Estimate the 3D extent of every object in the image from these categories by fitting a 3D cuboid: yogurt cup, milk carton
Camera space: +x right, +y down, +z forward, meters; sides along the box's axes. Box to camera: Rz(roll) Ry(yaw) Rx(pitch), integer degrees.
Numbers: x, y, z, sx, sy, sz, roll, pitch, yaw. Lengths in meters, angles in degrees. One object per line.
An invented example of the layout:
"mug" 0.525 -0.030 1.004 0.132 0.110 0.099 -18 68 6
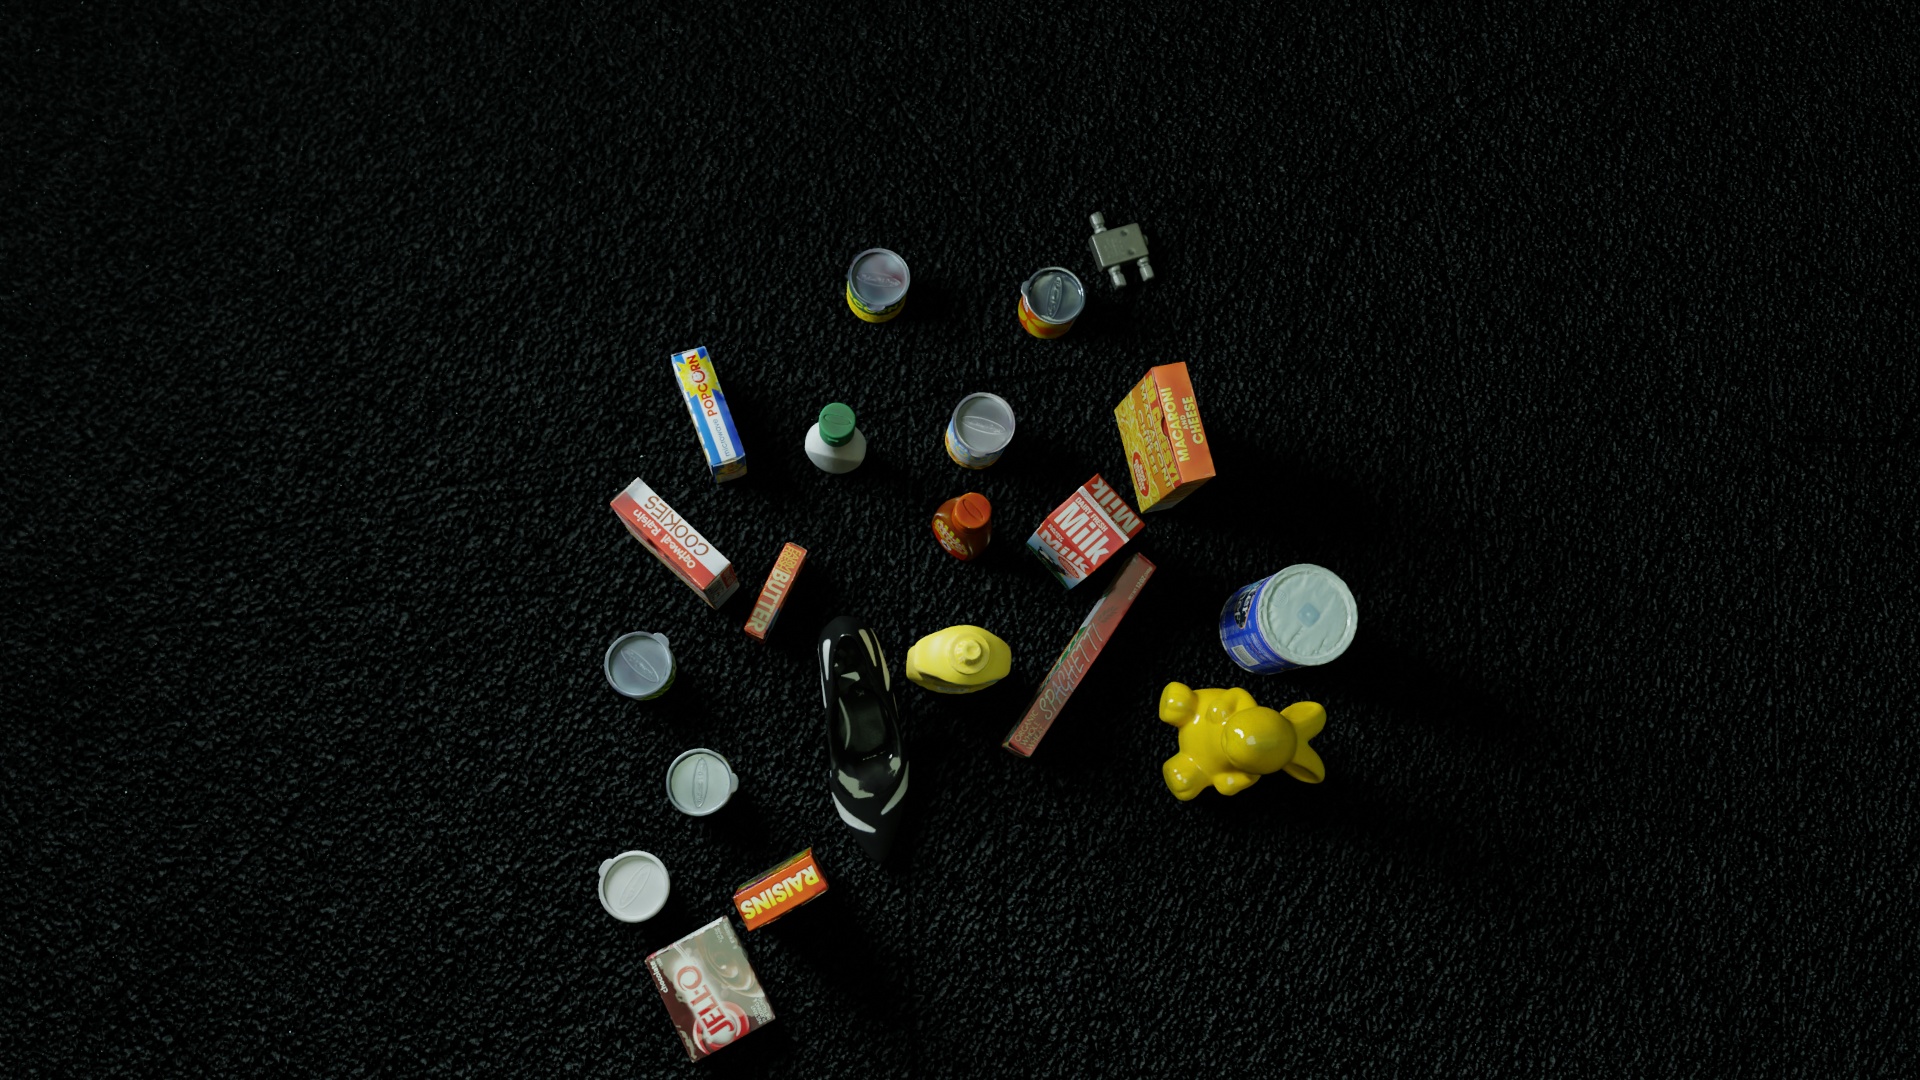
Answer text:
"yogurt cup" -0.321 0.342 1.379 0.072 0.054 0.072 1 80 -6
"milk carton" 0.129 -0.010 1.425 0.073 0.190 0.072 -41 87 -11

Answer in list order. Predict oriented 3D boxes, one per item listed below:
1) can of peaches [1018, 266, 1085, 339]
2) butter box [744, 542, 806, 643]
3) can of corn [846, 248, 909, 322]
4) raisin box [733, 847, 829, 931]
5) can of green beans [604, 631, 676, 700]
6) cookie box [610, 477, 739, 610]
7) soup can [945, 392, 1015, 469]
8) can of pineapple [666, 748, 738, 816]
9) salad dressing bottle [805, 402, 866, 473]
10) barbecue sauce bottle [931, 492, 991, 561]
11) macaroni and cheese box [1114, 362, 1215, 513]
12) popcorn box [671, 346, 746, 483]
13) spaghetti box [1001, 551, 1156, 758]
"can of peaches" 0.098 -0.262 1.534 0.071 0.058 0.071 1 80 -6
"butter box" -0.192 0.055 1.446 0.024 0.053 0.103 25 78 -2
"can of corn" -0.091 -0.274 1.515 0.071 0.058 0.071 1 80 -6
"raisin box" -0.175 0.341 1.361 0.086 0.123 0.040 -27 84 -10
"can of green beans" -0.325 0.129 1.415 0.071 0.057 0.071 1 80 -6
"cookie box" -0.282 0.008 1.386 0.123 0.167 0.040 42 79 2
"soup can" 0.019 -0.113 1.485 0.071 0.083 0.071 1 80 -6
"can of pineapple" -0.260 0.245 1.402 0.071 0.057 0.071 1 80 -6
"salad dressing bottle" -0.128 -0.106 1.434 0.064 0.147 0.044 13 79 -4
"barbecue sauce bottle" 0.005 -0.018 1.433 0.044 0.148 0.065 -42 87 -11
"macaroni and cheese box" 0.212 -0.104 1.463 0.040 0.166 0.124 -13 82 -8
"popcorn box" -0.262 -0.130 1.455 0.038 0.085 0.127 -20 83 -9
"spaghetti box" 0.125 0.122 1.472 0.029 0.050 0.250 35 78 0
